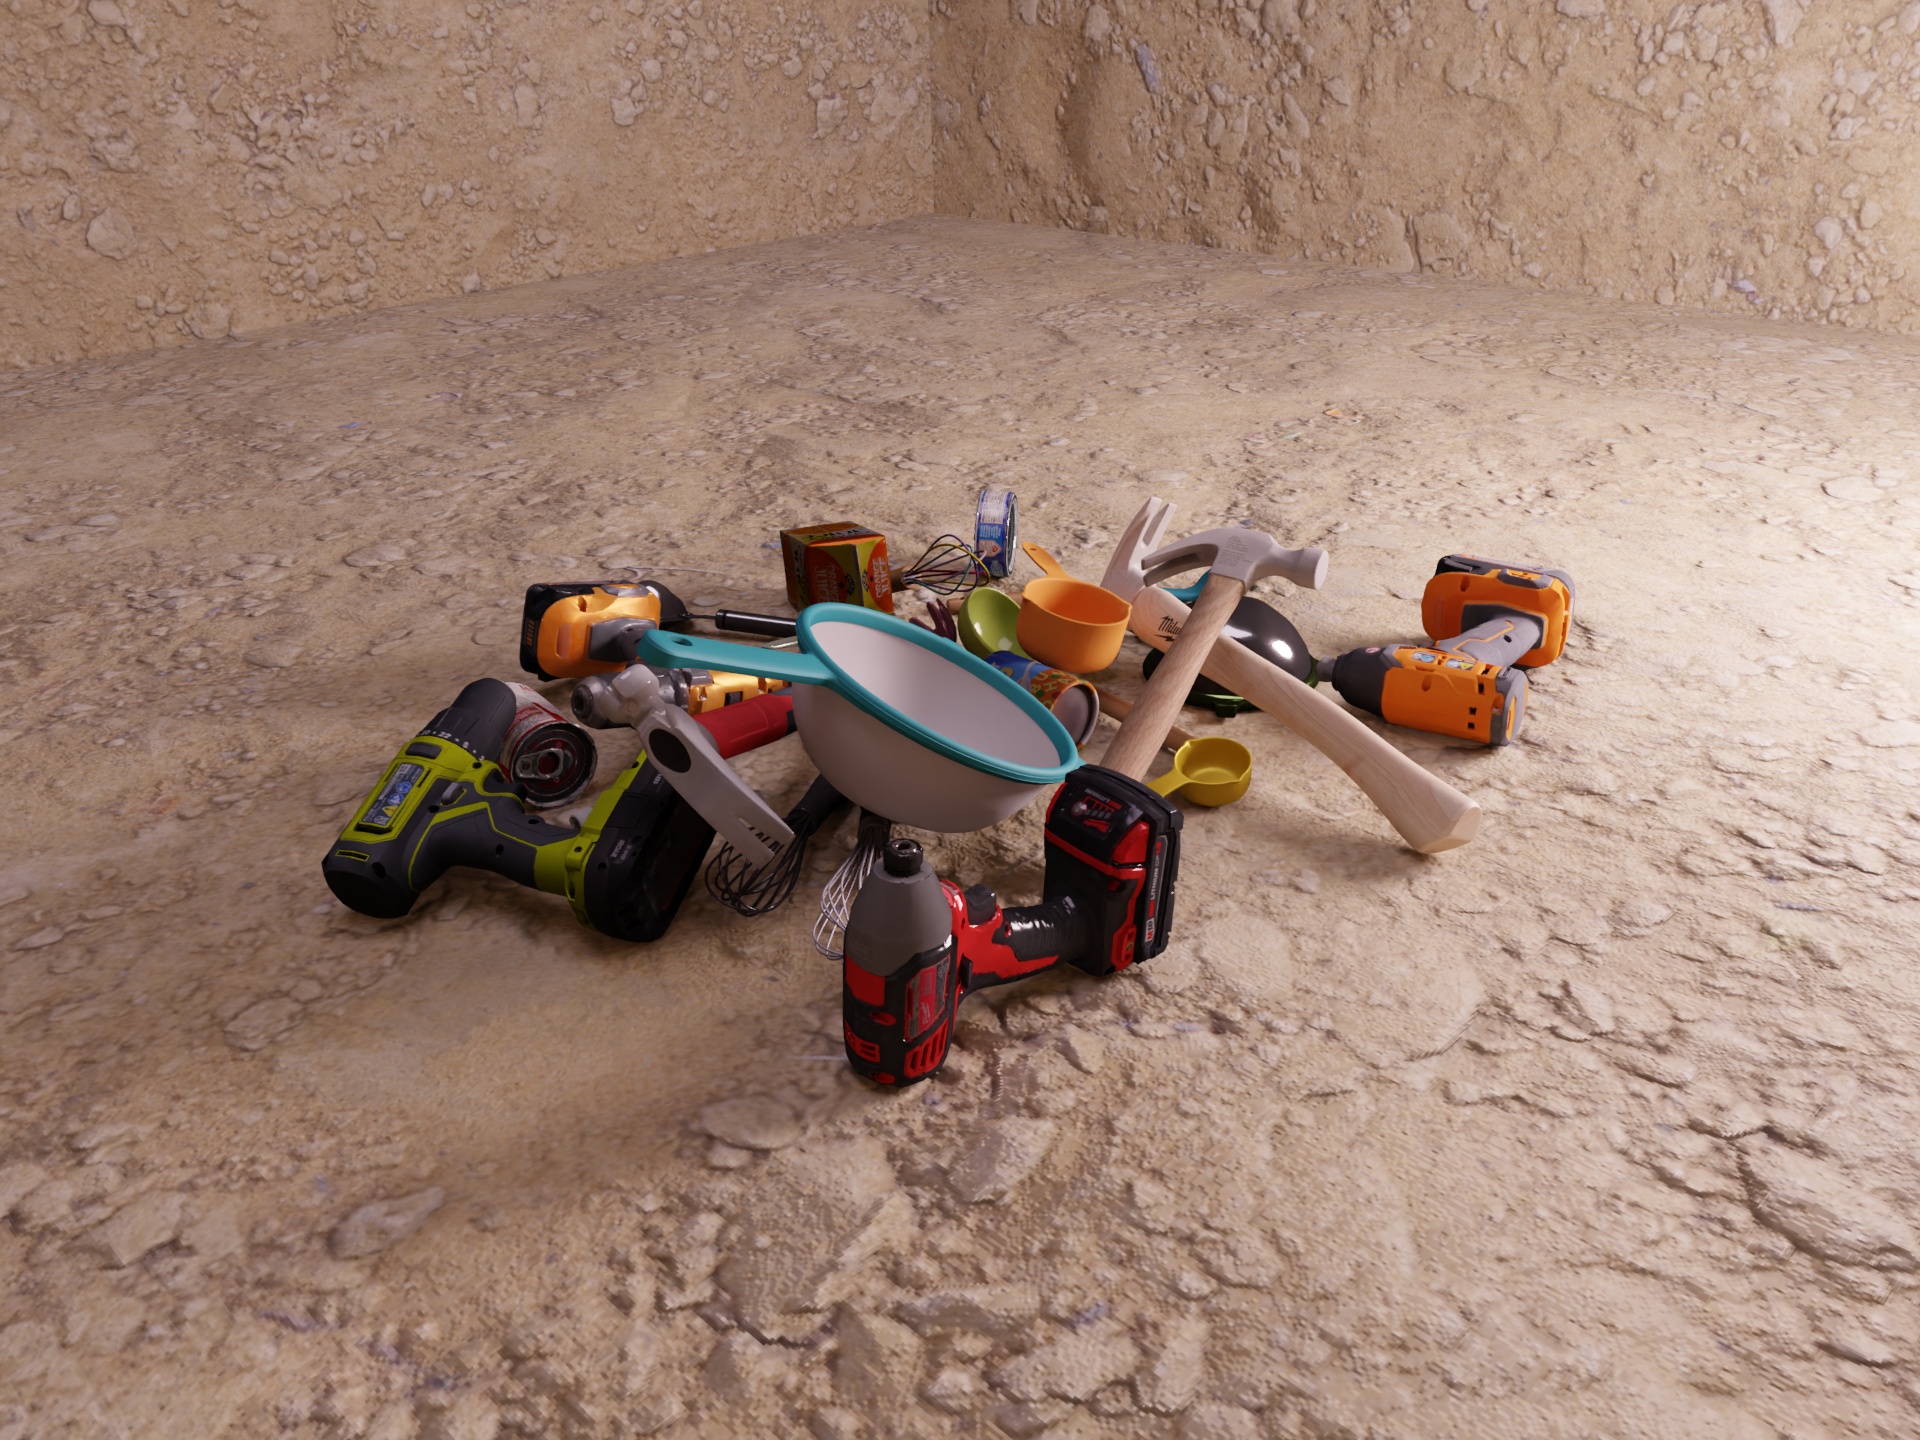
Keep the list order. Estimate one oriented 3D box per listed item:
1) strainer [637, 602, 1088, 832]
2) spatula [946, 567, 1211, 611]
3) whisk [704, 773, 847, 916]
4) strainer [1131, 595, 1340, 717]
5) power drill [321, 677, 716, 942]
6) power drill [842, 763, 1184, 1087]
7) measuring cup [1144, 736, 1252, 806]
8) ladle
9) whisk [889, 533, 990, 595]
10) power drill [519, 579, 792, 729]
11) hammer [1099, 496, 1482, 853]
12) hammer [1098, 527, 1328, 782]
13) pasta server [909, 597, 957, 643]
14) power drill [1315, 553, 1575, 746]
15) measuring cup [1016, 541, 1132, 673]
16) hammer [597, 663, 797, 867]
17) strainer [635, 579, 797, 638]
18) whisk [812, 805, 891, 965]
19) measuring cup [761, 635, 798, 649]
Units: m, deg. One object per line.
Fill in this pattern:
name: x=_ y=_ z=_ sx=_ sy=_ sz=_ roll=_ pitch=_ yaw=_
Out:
strainer: x=-0.077 y=0.006 z=1.027 sx=0.340 sy=0.095 sz=0.211 roll=9 pitch=27 yaw=-46
spatula: x=0.144 y=-0.131 z=1.512 sx=0.317 sy=0.044 sz=0.082 roll=-5 pitch=28 yaw=-4
whisk: x=-0.114 y=0.071 z=1.113 sx=0.055 sy=0.055 sz=0.239 roll=6 pitch=22 yaw=15
strainer: x=0.199 y=-0.087 z=1.389 sx=0.151 sy=0.069 sz=0.257 roll=-20 pitch=33 yaw=-33
power drill: x=-0.285 y=0.055 z=1.066 sx=0.228 sy=0.080 sz=0.191 roll=8 pitch=48 yaw=17
power drill: x=0.026 y=0.108 z=0.916 sx=0.219 sy=0.143 sz=0.079 roll=-20 pitch=34 yaw=-38
measuring cup: x=0.144 y=0.060 z=1.151 sx=0.156 sy=0.029 sz=0.062 roll=-26 pitch=40 yaw=-20
ladle: x=0.110 y=-0.033 z=1.300 sx=0.078 sy=0.062 sz=0.320 roll=3 pitch=19 yaw=-44
whisk: x=-0.035 y=-0.129 z=1.443 sx=0.047 sy=0.051 sz=0.245 roll=12 pitch=-6 yaw=-23
power drill: x=-0.274 y=-0.047 z=1.291 sx=0.226 sy=0.084 sz=0.185 roll=26 pitch=23 yaw=39
hammer: x=0.239 y=-0.033 z=1.211 sx=0.038 sy=0.146 sz=0.411 roll=10 pitch=21 yaw=-39
hammer: x=0.147 y=-0.022 z=1.153 sx=0.130 sy=0.031 sz=0.331 roll=16 pitch=55 yaw=26
pasta server: x=-0.033 y=-0.012 z=1.284 sx=0.040 sy=0.060 sz=0.316 roll=41 pitch=23 yaw=-17
power drill: x=0.405 y=-0.061 z=1.317 sx=0.164 sy=0.084 sz=0.226 roll=14 pitch=34 yaw=30
measuring cup: x=0.077 y=-0.094 z=1.316 sx=0.095 sy=0.052 sz=0.174 roll=3 pitch=27 yaw=-19
hammer: x=-0.125 y=0.009 z=1.131 sx=0.143 sy=0.038 sz=0.386 roll=46 pitch=12 yaw=3
strainer: x=-0.226 y=-0.097 z=1.470 sx=0.258 sy=0.050 sz=0.087 roll=8 pitch=13 yaw=12
whisk: x=-0.059 y=0.090 z=1.061 sx=0.070 sy=0.070 sz=0.285 roll=-2 pitch=20 yaw=0
measuring cup: x=-0.115 y=-0.055 z=1.333 sx=0.083 sy=0.038 sz=0.167 roll=4 pitch=10 yaw=28
